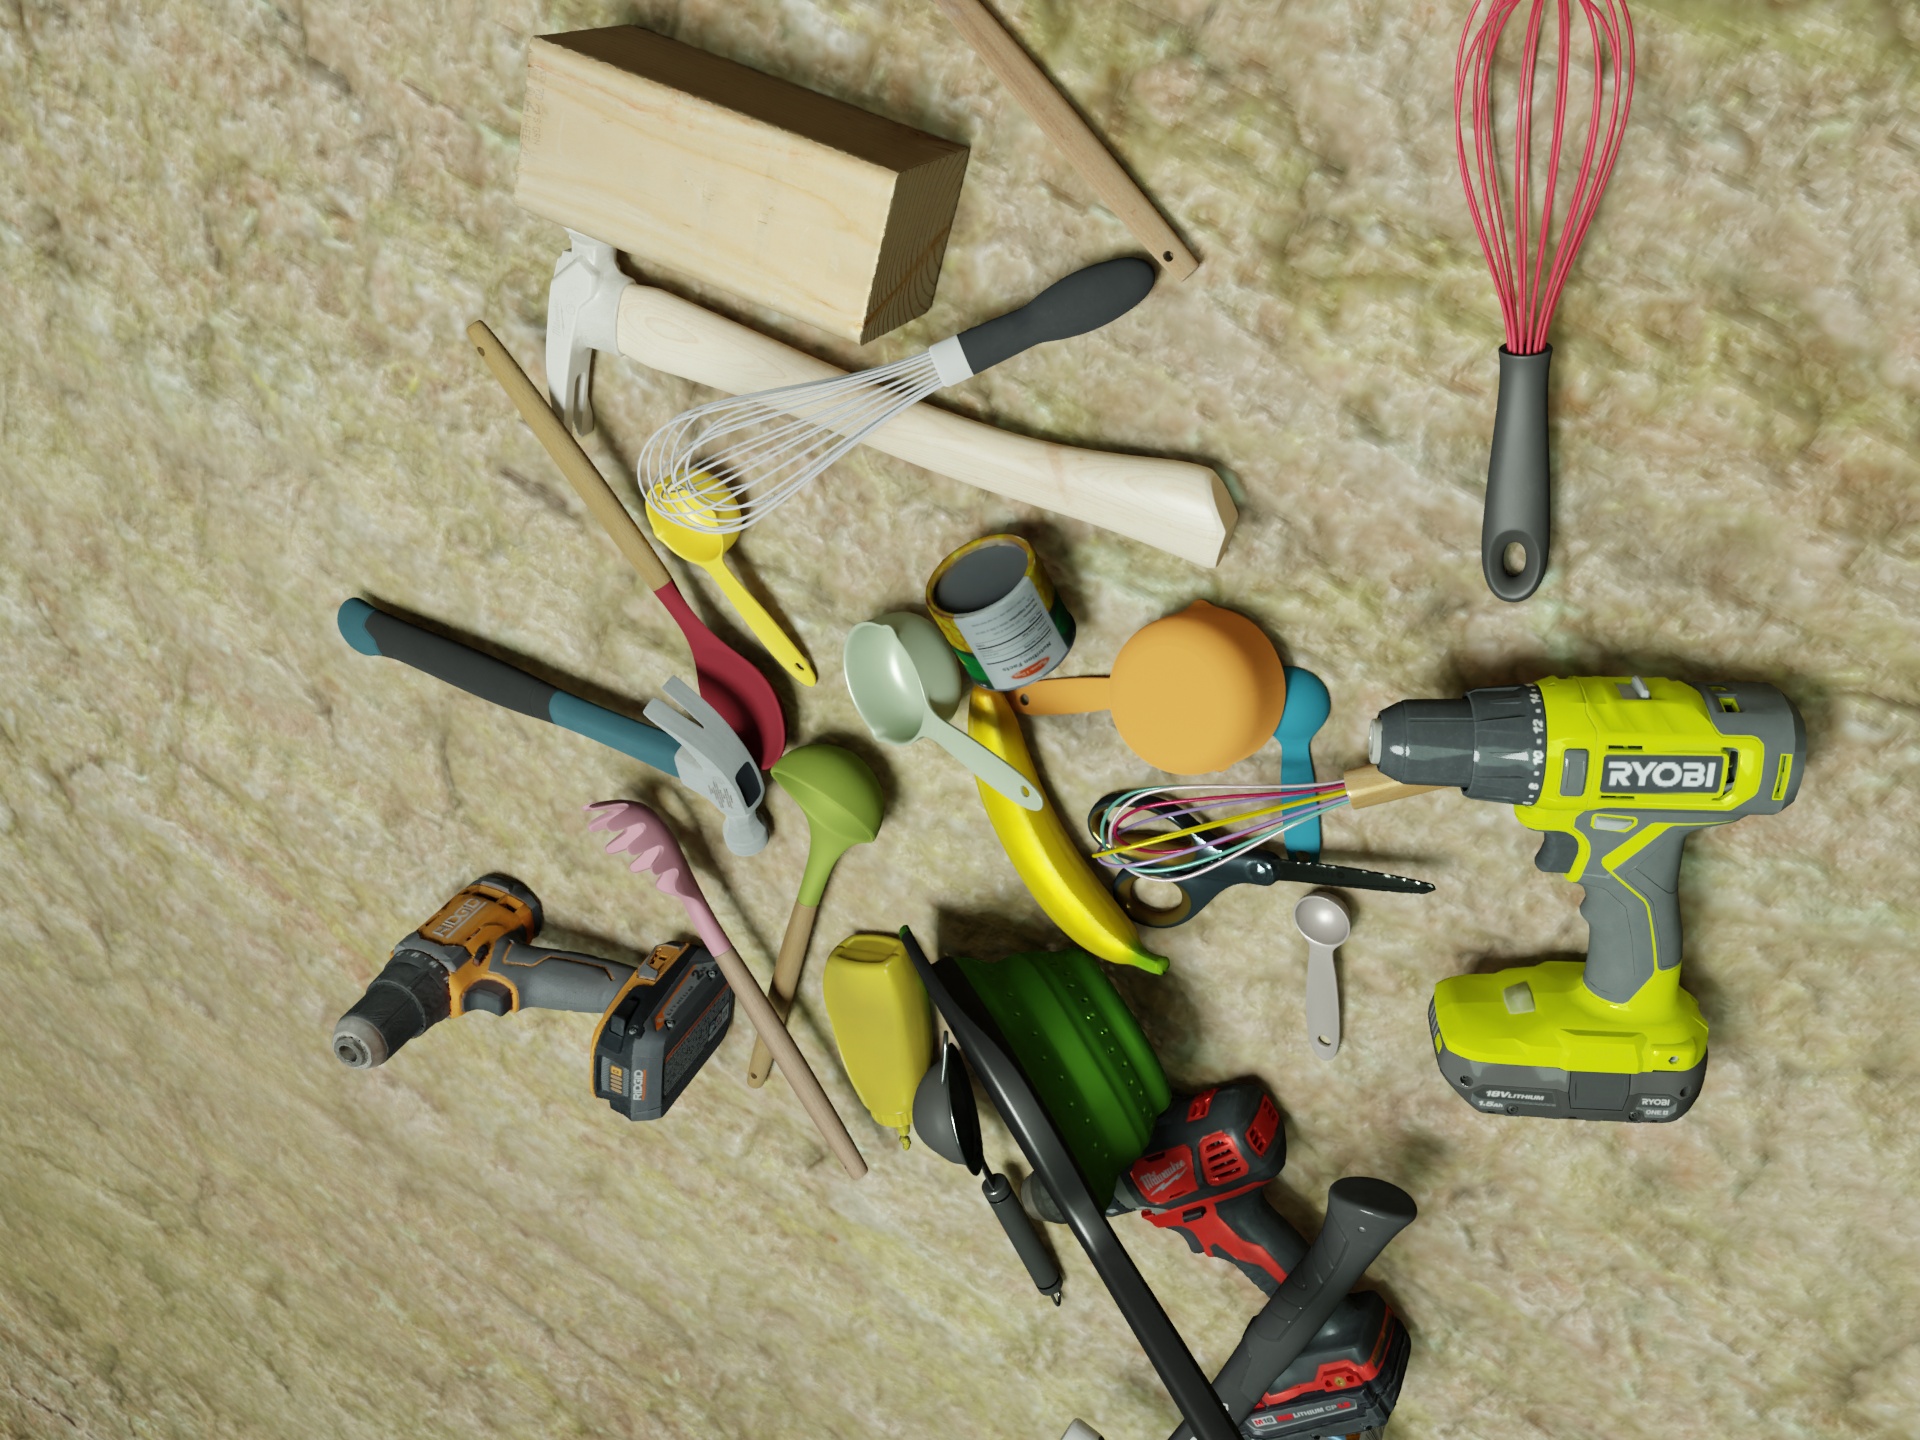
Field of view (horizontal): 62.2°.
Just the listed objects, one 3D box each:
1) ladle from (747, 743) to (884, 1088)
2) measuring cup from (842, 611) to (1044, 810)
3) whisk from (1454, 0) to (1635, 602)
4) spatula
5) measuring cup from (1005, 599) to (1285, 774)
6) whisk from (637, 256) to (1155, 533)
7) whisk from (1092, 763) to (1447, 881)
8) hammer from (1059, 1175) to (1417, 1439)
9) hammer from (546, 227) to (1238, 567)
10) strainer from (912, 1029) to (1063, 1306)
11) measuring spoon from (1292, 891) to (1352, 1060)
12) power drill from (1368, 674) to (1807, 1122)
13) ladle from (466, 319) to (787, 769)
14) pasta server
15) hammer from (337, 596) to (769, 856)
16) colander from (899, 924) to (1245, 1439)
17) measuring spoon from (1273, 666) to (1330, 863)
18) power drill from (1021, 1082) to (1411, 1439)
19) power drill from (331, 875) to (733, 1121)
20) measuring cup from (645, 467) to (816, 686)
[{"bbox_3d":[-0.113,0.143,1.053,0.078,0.062,0.320,30,127,16],"label":"ladle"},{"bbox_3d":[-0.001,-0.003,0.901,0.168,0.038,0.083,38,136,32],"label":"measuring cup"},{"bbox_3d":[0.255,-0.185,0.713,0.073,0.073,0.295,6,123,23],"label":"whisk"},{"bbox_3d":[0.010,-0.338,0.772,0.316,0.018,0.059,49,124,-3],"label":"spatula"},{"bbox_3d":[0.087,-0.012,0.871,0.174,0.052,0.095,-3,98,33],"label":"measuring cup"},{"bbox_3d":[-0.034,-0.170,0.809,0.284,0.070,0.070,-23,105,8],"label":"whisk"},{"bbox_3d":[0.186,0.041,0.852,0.245,0.051,0.047,-16,147,18],"label":"whisk"},{"bbox_3d":[0.181,0.395,0.959,0.146,0.035,0.334,33,121,14],"label":"hammer"},{"bbox_3d":[-0.049,-0.160,0.879,0.411,0.038,0.146,22,124,14],"label":"hammer"},{"bbox_3d":[0.019,0.310,1.067,0.050,0.087,0.258,-20,117,12],"label":"strainer"},{"bbox_3d":[0.214,0.148,0.927,0.034,0.018,0.124,13,127,31],"label":"measuring spoon"},{"bbox_3d":[0.298,0.084,0.795,0.190,0.080,0.228,1,115,8],"label":"power drill"},{"bbox_3d":[-0.196,-0.102,0.958,0.069,0.031,0.315,-15,116,43],"label":"ladle"},{"bbox_3d":[-0.151,0.181,1.062,0.316,0.040,0.060,60,156,-10],"label":"pasta server"},{"bbox_3d":[-0.275,-0.012,1.049,0.331,0.033,0.128,21,144,19],"label":"hammer"},{"bbox_3d":[0.096,0.251,0.893,0.398,0.094,0.204,53,170,43],"label":"colander"},{"bbox_3d":[0.183,0.033,0.874,0.042,0.021,0.128,1,113,25],"label":"measuring spoon"},{"bbox_3d":[0.160,0.347,1.015,0.188,0.080,0.226,-29,97,33],"label":"power drill"},{"bbox_3d":[-0.292,0.197,1.088,0.226,0.185,0.084,16,120,14],"label":"power drill"},{"bbox_3d":[-0.129,-0.087,0.965,0.062,0.029,0.156,-11,123,46],"label":"measuring cup"}]
